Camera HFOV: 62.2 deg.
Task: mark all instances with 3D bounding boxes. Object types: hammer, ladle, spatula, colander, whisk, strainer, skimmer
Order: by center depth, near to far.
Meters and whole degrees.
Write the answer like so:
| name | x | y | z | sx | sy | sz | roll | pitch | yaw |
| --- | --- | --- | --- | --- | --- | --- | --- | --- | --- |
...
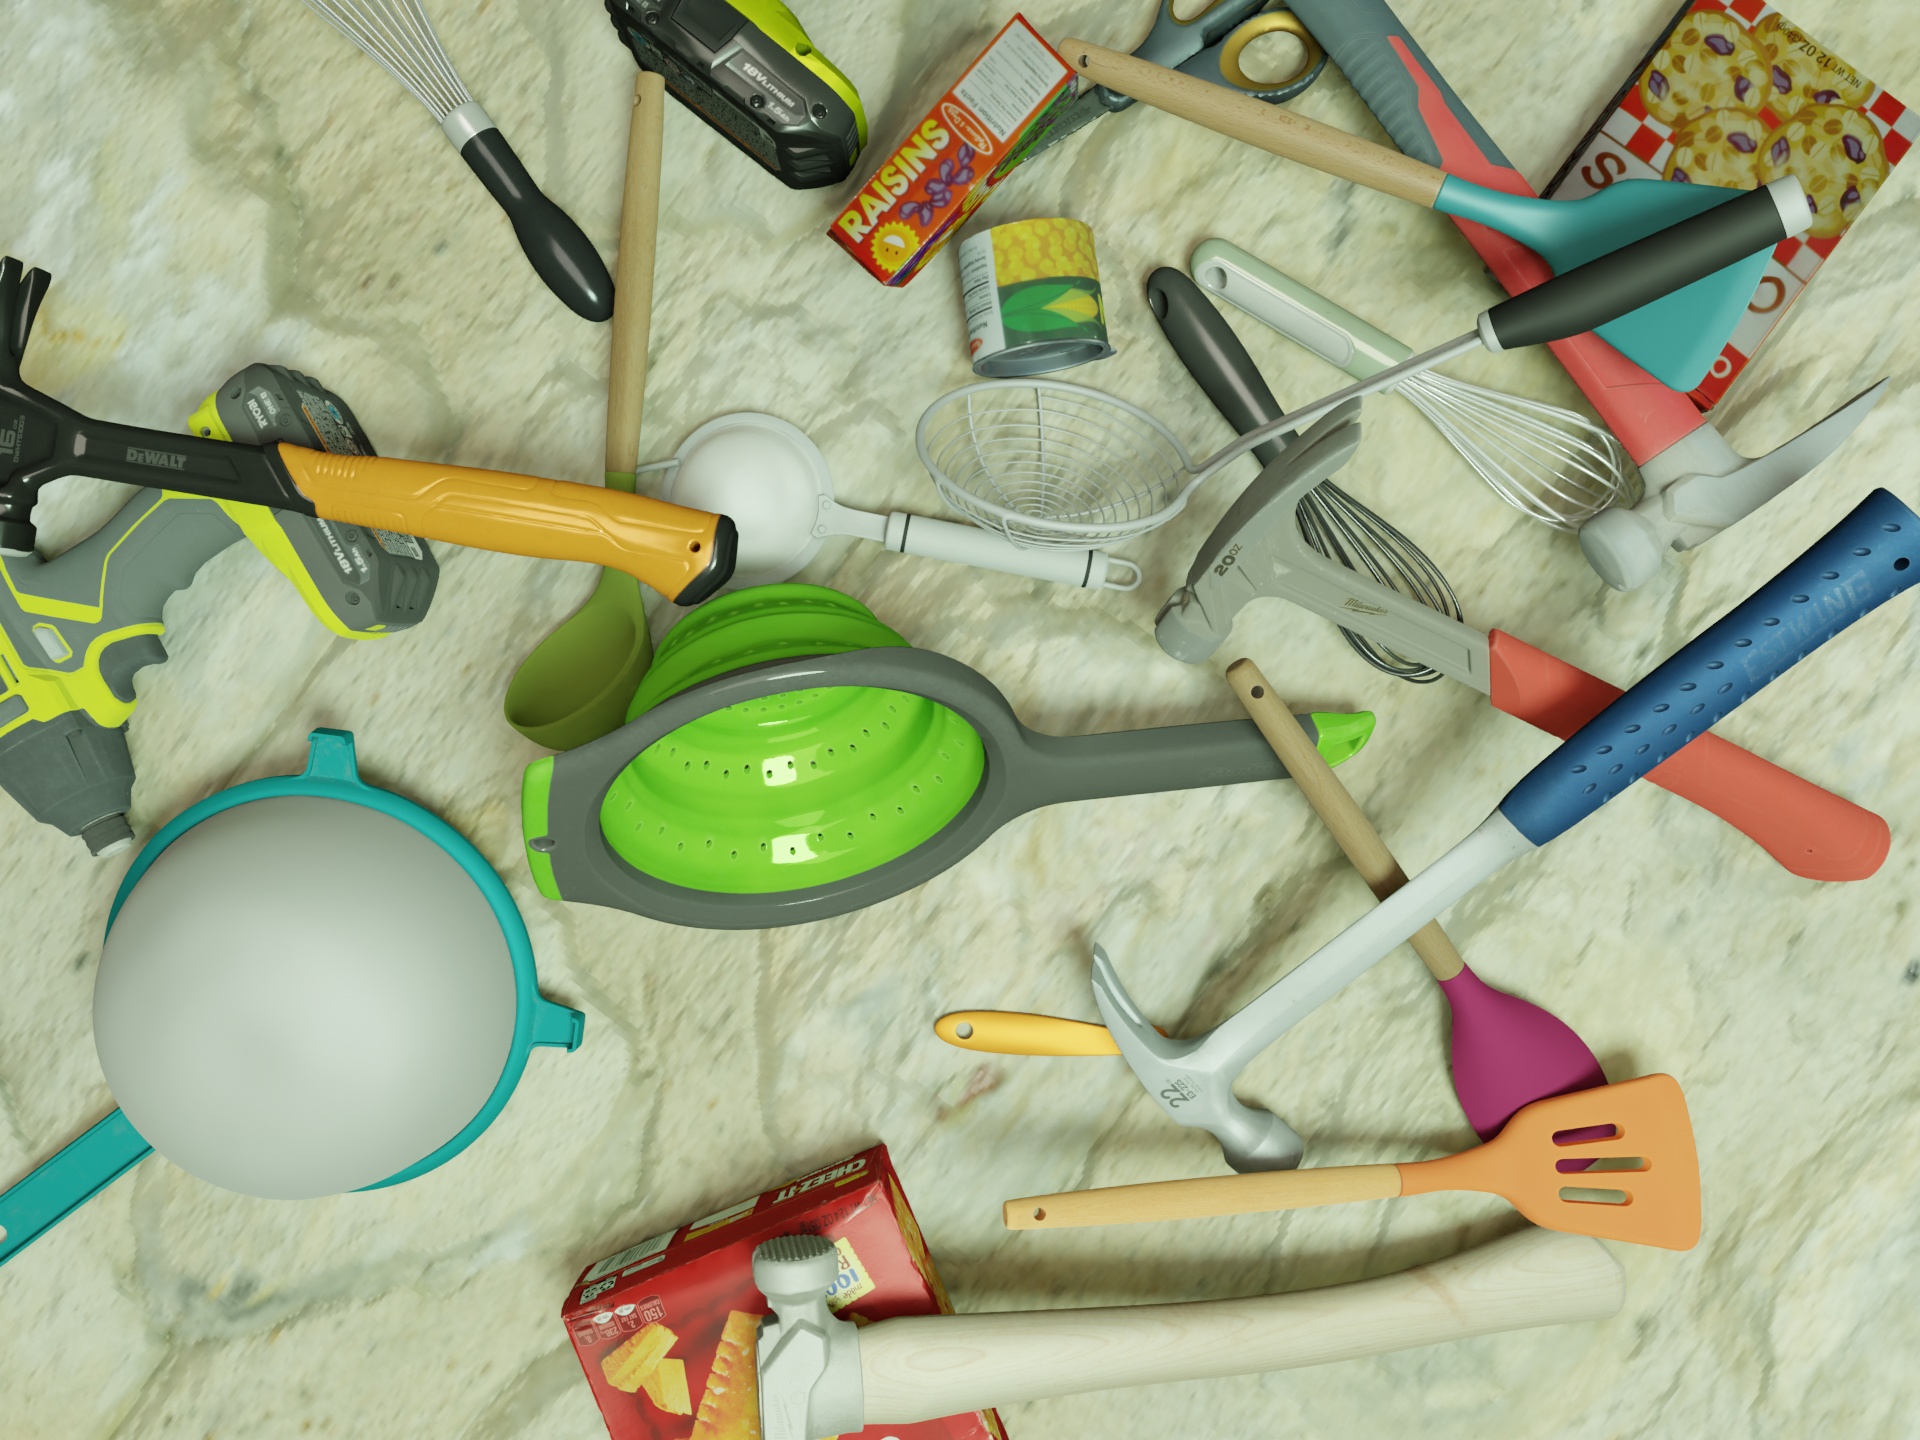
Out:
| name | x | y | z | sx | sy | sz | roll | pitch | yaw |
| --- | --- | --- | --- | --- | --- | --- | --- | --- | --- |
| skimmer | 0.154 | -0.162 | 0.672 | 0.363 | 0.127 | 0.090 | -21 | 121 | 27 |
| hammer | 0.229 | 0.049 | 0.688 | 0.144 | 0.035 | 0.405 | 43 | 112 | -10 |
| hammer | -0.262 | -0.108 | 0.689 | 0.337 | 0.034 | 0.127 | 10 | 91 | 0 |
| spatula | 0.183 | -0.240 | 0.690 | 0.317 | 0.044 | 0.082 | 25 | 120 | 12 |
| hammer | 0.275 | -0.015 | 0.711 | 0.359 | 0.149 | 0.037 | 23 | 49 | -13 |
| hammer | 0.247 | -0.254 | 0.725 | 0.143 | 0.038 | 0.386 | -34 | 83 | 2 |
| spatula | 0.179 | 0.212 | 0.725 | 0.322 | 0.041 | 0.081 | -2 | 81 | -11 |
| hammer | 0.114 | 0.291 | 0.727 | 0.410 | 0.038 | 0.146 | -3 | 89 | -12 |
| strainer | -0.361 | 0.174 | 0.735 | 0.340 | 0.095 | 0.211 | -36 | 98 | 6 |
| colander | -0.001 | -0.002 | 0.739 | 0.397 | 0.204 | 0.095 | -5 | 55 | -15 |
| ladle | -0.168 | -0.145 | 0.747 | 0.078 | 0.062 | 0.320 | 8 | 94 | 41 |
| whisk | 0.216 | -0.161 | 0.760 | 0.246 | 0.057 | 0.059 | 32 | 55 | 5 |
| whisk | -0.254 | -0.310 | 0.760 | 0.070 | 0.070 | 0.284 | -37 | 95 | 1 |
| whisk | 0.161 | -0.120 | 0.760 | 0.055 | 0.055 | 0.239 | -35 | 86 | 1 |
| strainer | -0.038 | -0.094 | 0.767 | 0.258 | 0.050 | 0.087 | 11 | 90 | -3 |

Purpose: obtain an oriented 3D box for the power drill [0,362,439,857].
| name | x | y | z | sx | sy | sz | roll | pitch | yaw |
| --- | --- | --- | --- | --- | --- | --- | --- | --- | --- |
| power drill | -0.373 | -0.053 | 0.755 | 0.223 | 0.080 | 0.171 | -30 | 90 | 5 |

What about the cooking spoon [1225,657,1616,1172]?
| name | x | y | z | sx | sy | sz | roll | pitch | yaw |
| --- | --- | --- | --- | --- | --- | --- | --- | --- | --- |
| cooking spoon | 0.215 | 0.098 | 0.742 | 0.069 | 0.017 | 0.318 | -37 | 104 | 1 |

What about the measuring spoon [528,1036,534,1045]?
| name | x | y | z | sx | sy | sz | roll | pitch | yaw |
| --- | --- | --- | --- | --- | --- | --- | --- | --- | --- |
| measuring spoon | -0.267 | 0.132 | 0.780 | 0.124 | 0.018 | 0.034 | 25 | 91 | 2 |

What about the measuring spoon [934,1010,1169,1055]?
| name | x | y | z | sx | sy | sz | roll | pitch | yaw |
| --- | --- | --- | --- | --- | --- | --- | --- | --- | --- |
| measuring spoon | 0.045 | 0.156 | 0.780 | 0.117 | 0.011 | 0.021 | 5 | 91 | 1 |

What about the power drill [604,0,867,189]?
| name | x | y | z | sx | sy | sz | roll | pitch | yaw |
| --- | --- | --- | --- | --- | --- | --- | --- | --- | --- |
| power drill | -0.036 | -0.370 | 0.746 | 0.190 | 0.080 | 0.228 | 38 | 88 | 1 |
